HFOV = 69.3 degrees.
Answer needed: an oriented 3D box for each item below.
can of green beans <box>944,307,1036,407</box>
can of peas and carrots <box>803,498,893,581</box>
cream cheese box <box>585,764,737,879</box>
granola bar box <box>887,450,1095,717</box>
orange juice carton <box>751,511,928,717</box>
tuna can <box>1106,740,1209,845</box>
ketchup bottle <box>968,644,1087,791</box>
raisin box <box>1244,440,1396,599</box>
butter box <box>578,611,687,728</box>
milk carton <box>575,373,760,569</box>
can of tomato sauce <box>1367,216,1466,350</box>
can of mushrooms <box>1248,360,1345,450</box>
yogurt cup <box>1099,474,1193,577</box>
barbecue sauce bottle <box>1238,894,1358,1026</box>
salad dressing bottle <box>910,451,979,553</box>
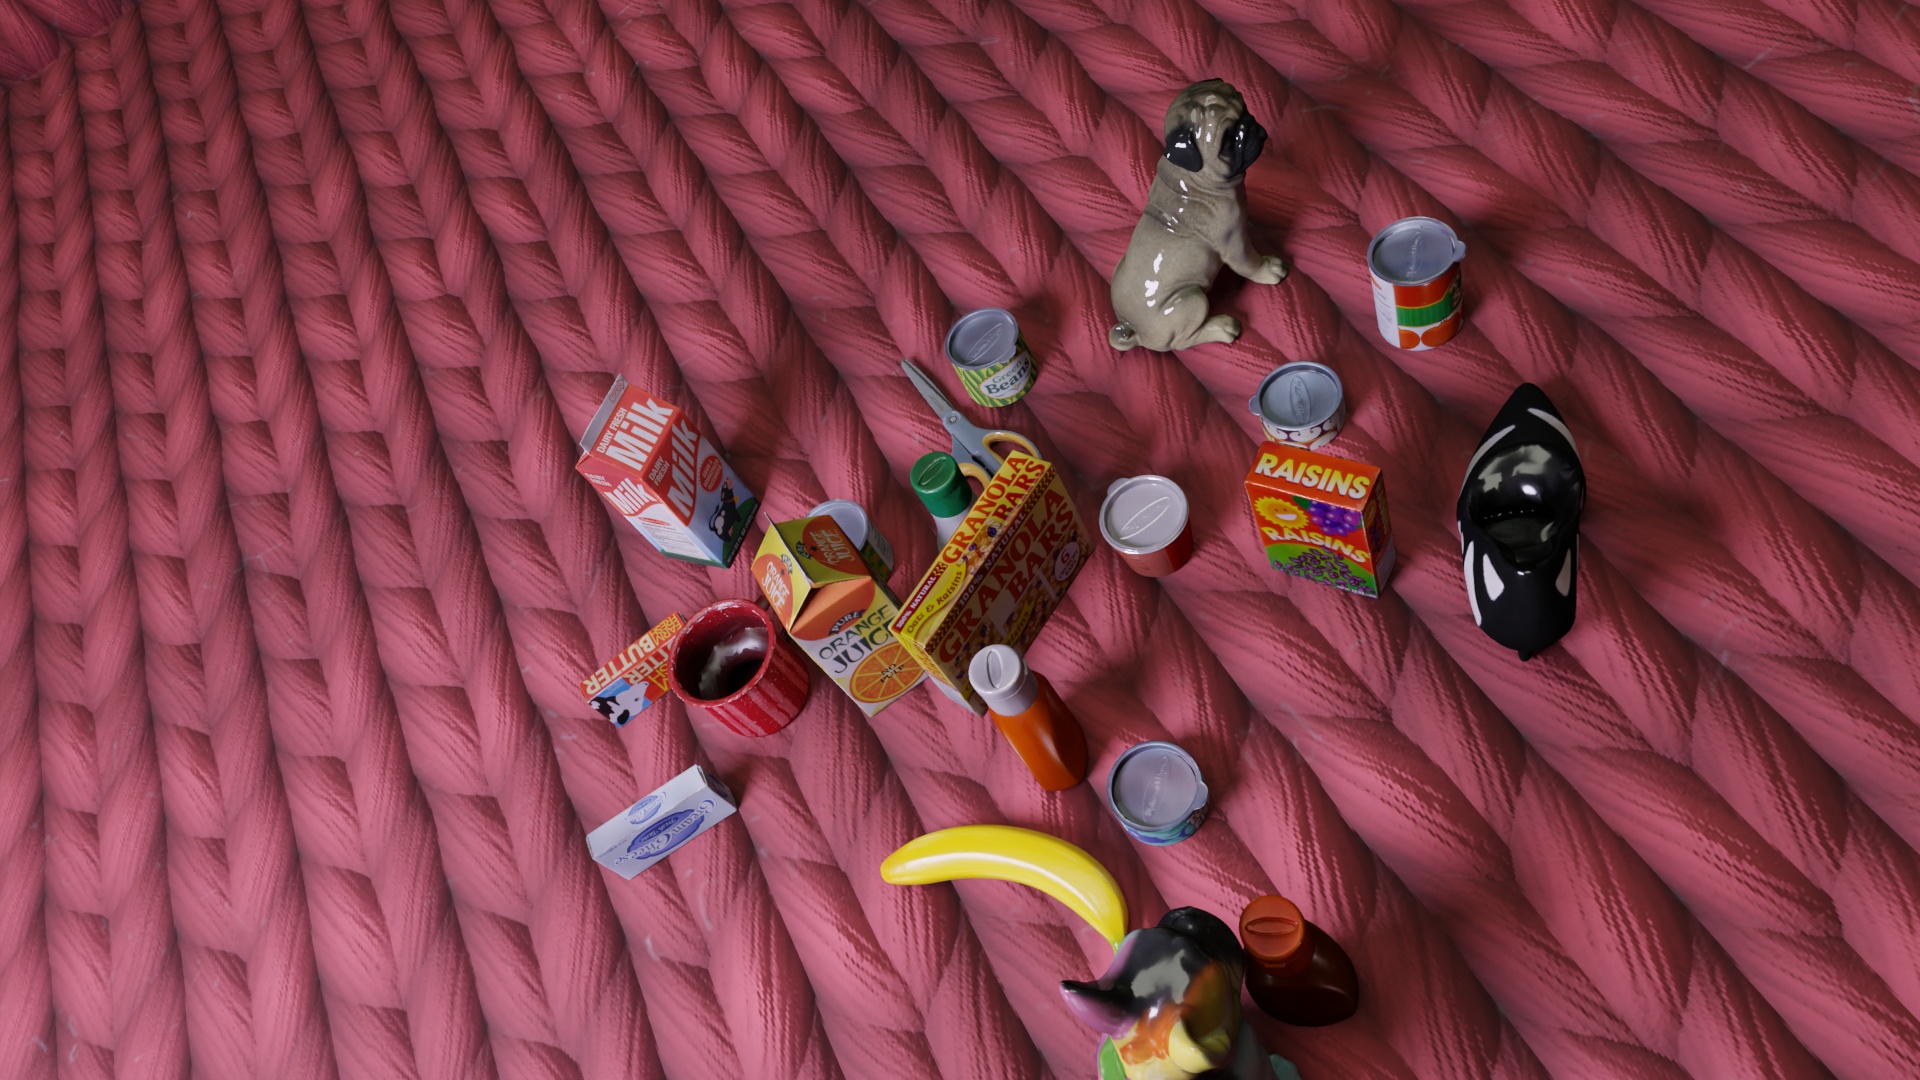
[{"bbox_3d":[0.027,-0.157,1.196,0.071,0.057,0.071,-11,56,16],"label":"can of green beans"},{"bbox_3d":[-0.097,0.010,1.142,0.071,0.058,0.071,-11,56,16],"label":"can of peas and carrots"},{"bbox_3d":[-0.229,0.217,1.069,0.104,0.053,0.024,-33,53,0],"label":"cream cheese box"},{"bbox_3d":[0.027,0.033,1.035,0.039,0.123,0.166,25,72,33],"label":"granola bar box"},{"bbox_3d":[-0.089,0.049,1.030,0.073,0.192,0.072,-35,53,-1],"label":"orange juice carton"},{"bbox_3d":[0.139,0.174,0.955,0.071,0.032,0.071,-11,56,16],"label":"tuna can"},{"bbox_3d":[0.048,0.119,0.956,0.043,0.148,0.065,-16,55,13],"label":"ketchup bottle"},{"bbox_3d":[0.254,-0.014,0.970,0.086,0.123,0.040,18,68,31],"label":"raisin box"},{"bbox_3d":[-0.259,0.107,1.151,0.103,0.053,0.024,-38,53,-3],"label":"butter box"},{"bbox_3d":[-0.252,-0.056,1.166,0.073,0.190,0.072,10,64,28],"label":"milk carton"},{"bbox_3d":[0.354,-0.197,1.069,0.071,0.082,0.071,-11,56,17],"label":"can of tomato sauce"},{"bbox_3d":[0.262,-0.104,1.080,0.071,0.033,0.071,-11,56,16],"label":"can of mushrooms"},{"bbox_3d":[0.145,-0.008,1.055,0.072,0.053,0.073,-11,56,16],"label":"yogurt cup"},{"bbox_3d":[0.194,0.247,0.814,0.065,0.148,0.044,-6,58,20],"label":"barbecue sauce bottle"},{"bbox_3d":[0.004,-0.013,1.059,0.064,0.147,0.044,-46,54,-9],"label":"salad dressing bottle"}]
